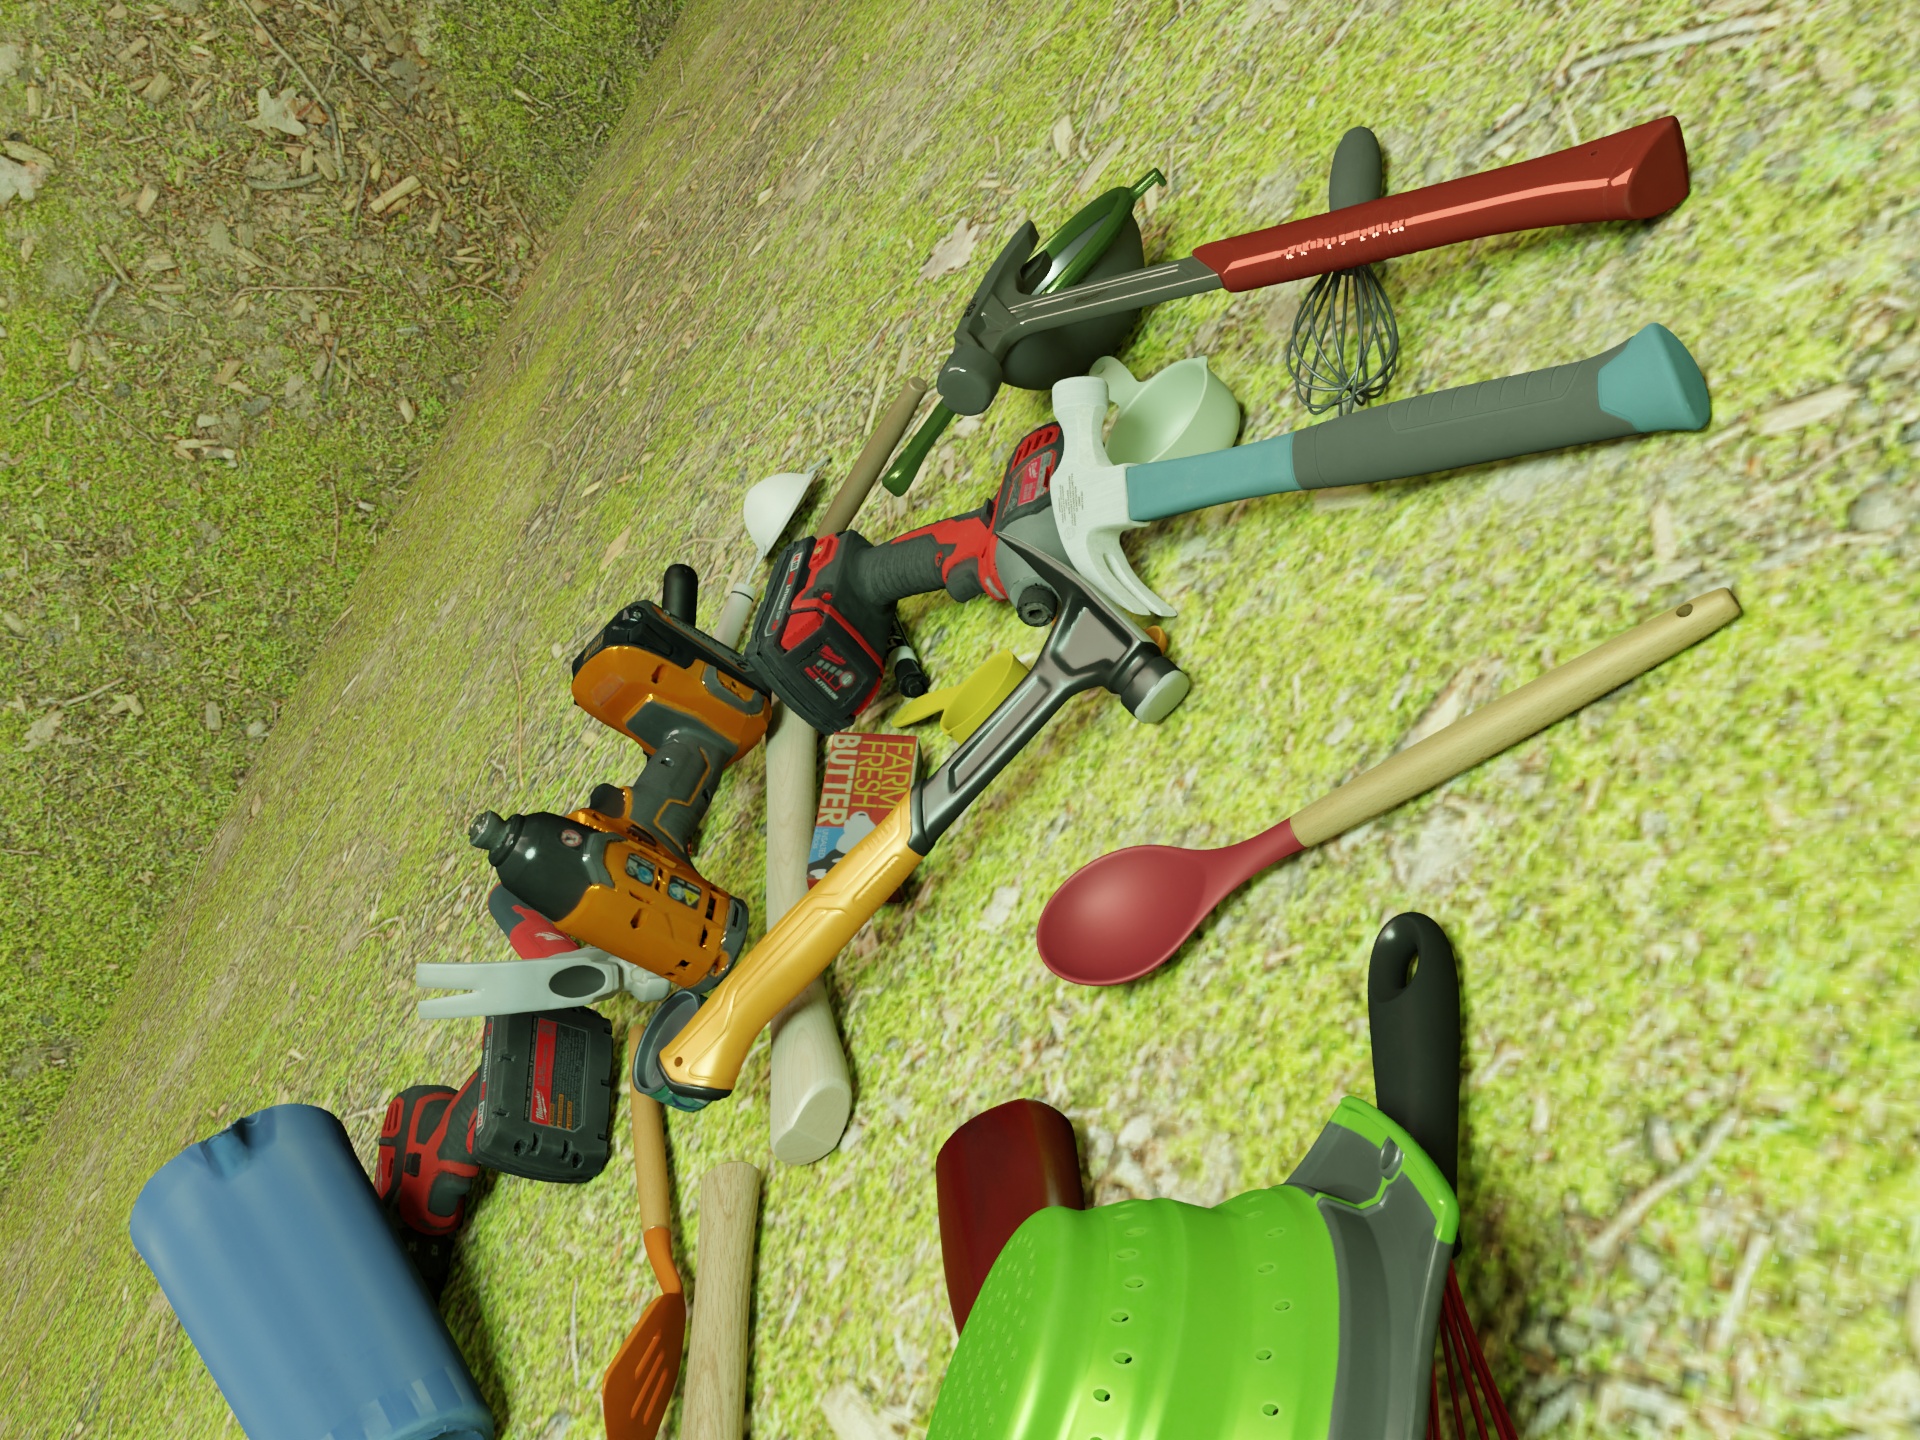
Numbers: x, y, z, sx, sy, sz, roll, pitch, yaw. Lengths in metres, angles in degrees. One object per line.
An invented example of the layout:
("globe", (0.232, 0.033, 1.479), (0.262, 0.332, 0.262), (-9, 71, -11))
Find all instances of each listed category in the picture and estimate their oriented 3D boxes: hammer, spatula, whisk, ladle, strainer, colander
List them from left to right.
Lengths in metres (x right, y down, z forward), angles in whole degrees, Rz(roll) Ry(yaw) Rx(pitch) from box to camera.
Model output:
("hammer", (-0.307, 0.148, 1.088), (0.386, 0.143, 0.038), (-178, 86, -68))
("spatula", (-0.178, 0.269, 0.876), (0.323, 0.041, 0.081), (-118, 22, -61))
("hammer", (-0.113, 0.349, 0.713), (0.130, 0.031, 0.332), (-39, 33, 29))
("strainer", (-0.168, -0.108, 1.244), (0.087, 0.050, 0.258), (-27, 41, 66))
("hammer", (-0.107, 0.090, 0.958), (0.146, 0.038, 0.411), (-43, 32, 25))
("spatula", (-0.092, -0.123, 1.083), (0.315, 0.018, 0.060), (-51, 25, 48))
("hammer", (-0.041, 0.061, 0.809), (0.337, 0.034, 0.127), (-48, 61, 8))
("colander", (0.013, 0.285, 0.466), (0.204, 0.094, 0.397), (-131, 65, -87))
("strainer", (0.042, -0.216, 0.973), (0.256, 0.069, 0.151), (-56, 20, -23))
("hammer", (0.159, -0.233, 0.775), (0.359, 0.036, 0.149), (-5, 44, 34))
("hammer", (0.167, -0.122, 0.721), (0.331, 0.033, 0.128), (-5, 87, 48))
("whisk", (0.200, -0.236, 0.816), (0.055, 0.055, 0.239), (-28, 35, 40))
("ladle", (0.156, 0.031, 0.632), (0.315, 0.031, 0.069), (-33, 39, 32))
("whisk", (0.140, 0.178, 0.483), (0.073, 0.073, 0.296), (-32, 31, 37))

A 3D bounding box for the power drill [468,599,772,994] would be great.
("power drill", (-0.196, 0.036, 0.946), (0.084, 0.164, 0.227), (-39, 32, 34))

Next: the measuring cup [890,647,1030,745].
("measuring cup", (-0.001, -0.003, 0.910), (0.062, 0.029, 0.156), (-54, 15, -19))

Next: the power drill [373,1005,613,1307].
("power drill", (-0.318, 0.296, 1.030), (0.226, 0.080, 0.188), (-41, 40, 33))

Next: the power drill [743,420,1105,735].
("power drill", (-0.014, -0.079, 0.921), (0.219, 0.078, 0.143), (-22, 37, 30))

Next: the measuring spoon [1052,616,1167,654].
("measuring spoon", (0.078, -0.047, 0.845), (0.021, 0.011, 0.117), (-59, 26, -2))

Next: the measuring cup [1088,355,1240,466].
("measuring cup", (0.108, -0.173, 0.899), (0.083, 0.038, 0.168), (-49, 25, 13))
